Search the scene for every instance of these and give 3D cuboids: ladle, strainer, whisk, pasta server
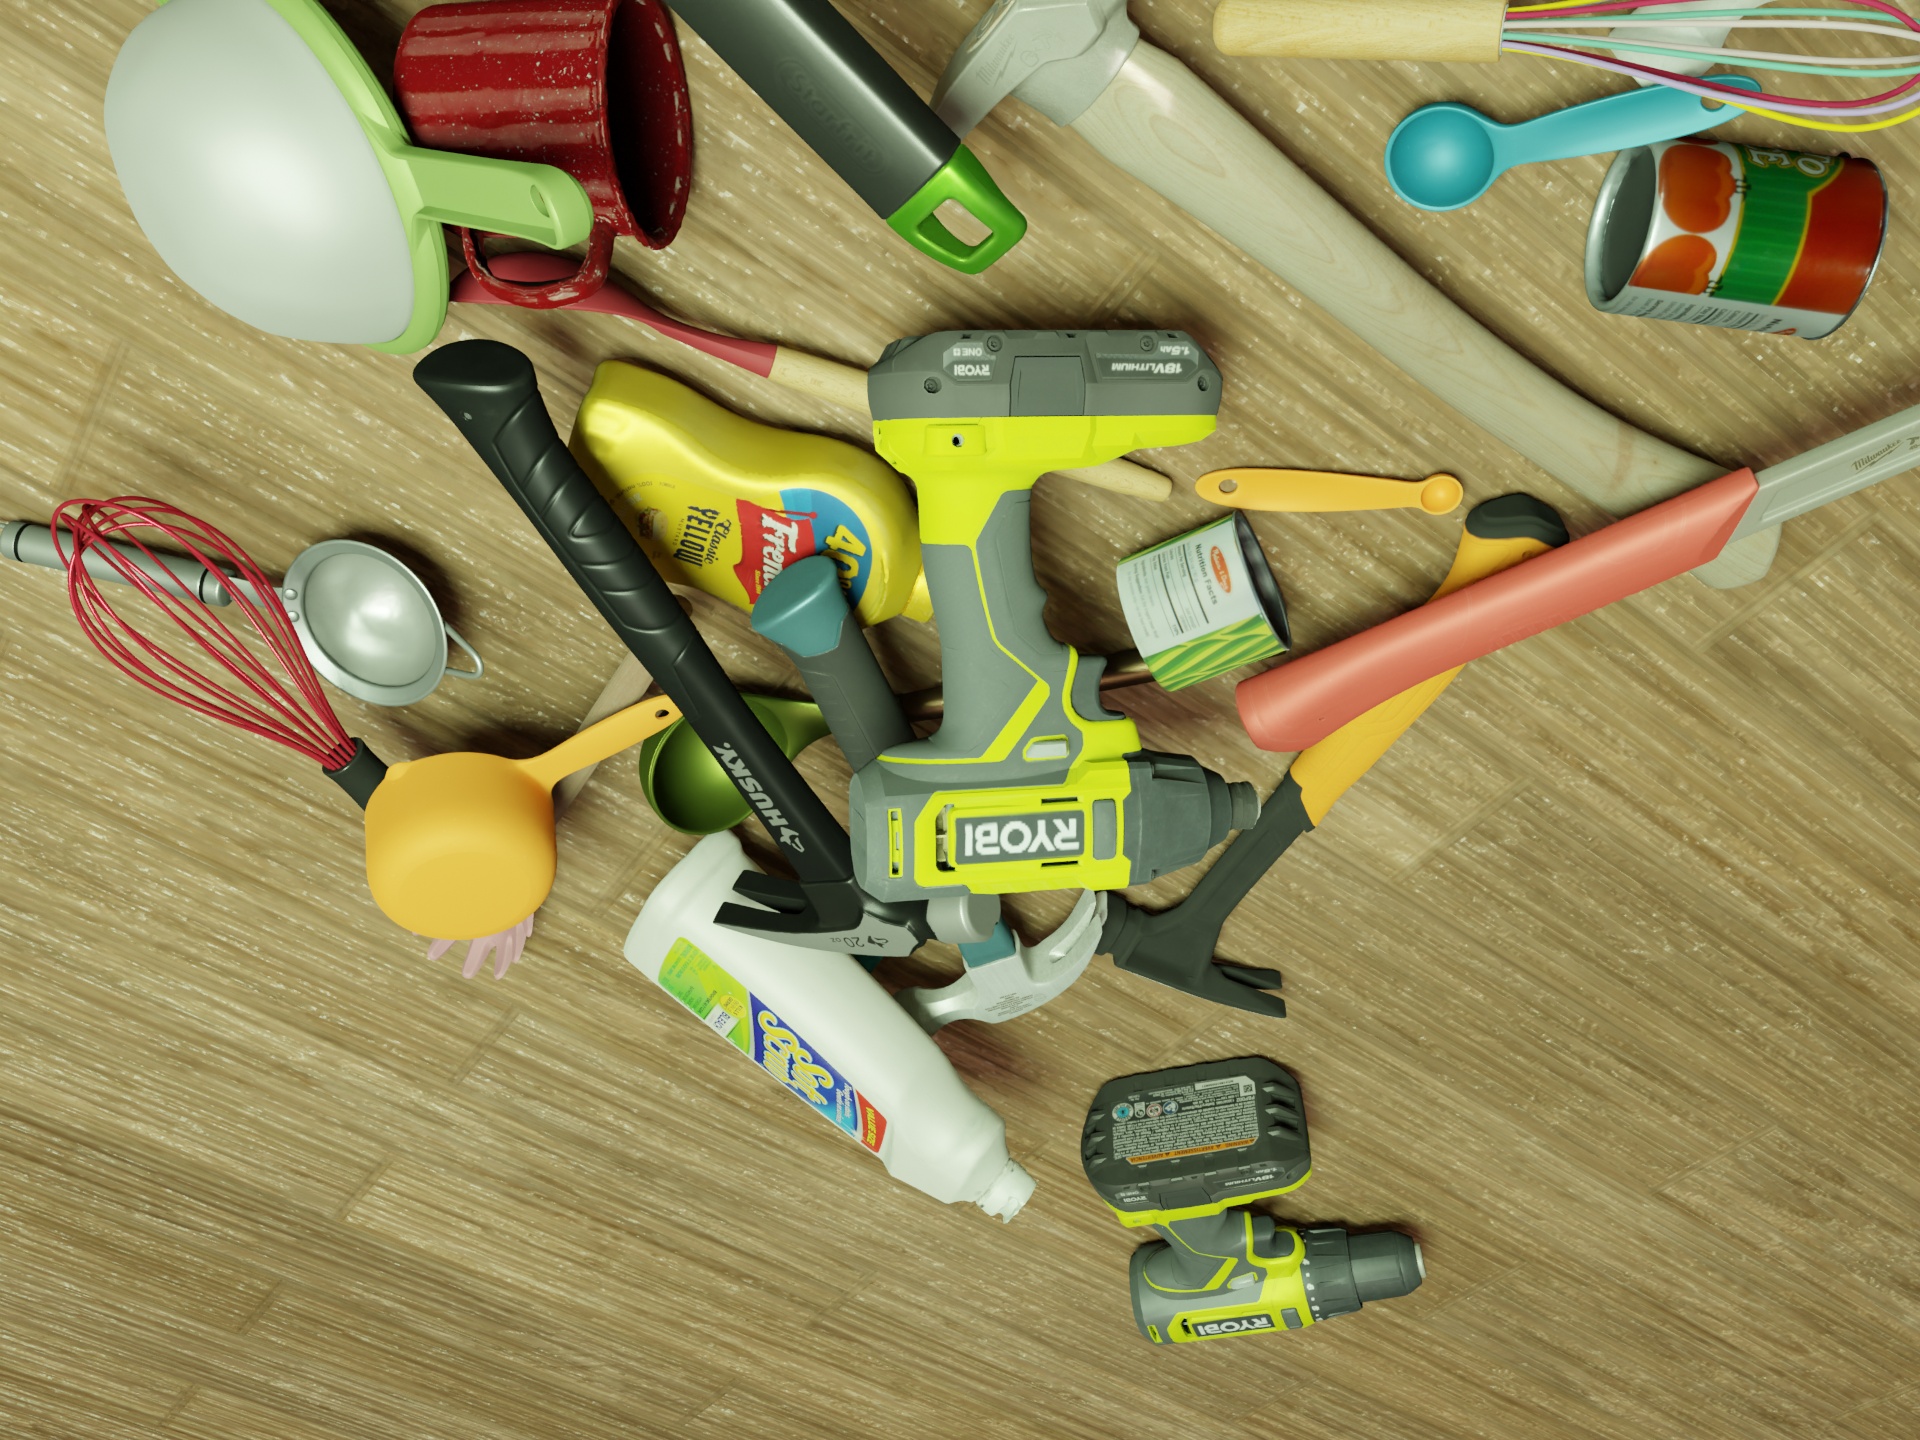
[{"bbox_3d":[-0.054,-0.142,0.669,0.315,0.069,0.031,15,102,-15],"label":"ladle"},{"bbox_3d":[-0.001,-0.002,0.772,0.320,0.062,0.078,-10,131,8],"label":"ladle"},{"bbox_3d":[-0.221,-0.176,0.541,0.257,0.069,0.151,23,139,40],"label":"strainer"},{"bbox_3d":[-0.302,0.004,0.743,0.073,0.073,0.295,-18,132,17],"label":"whisk"},{"bbox_3d":[0.206,-0.230,0.539,0.245,0.051,0.047,10,149,20],"label":"whisk"},{"bbox_3d":[-0.342,-0.064,0.753,0.258,0.050,0.086,13,122,1],"label":"strainer"},{"bbox_3d":[-0.206,0.040,0.807,0.060,0.040,0.316,32,133,-12],"label":"pasta server"}]

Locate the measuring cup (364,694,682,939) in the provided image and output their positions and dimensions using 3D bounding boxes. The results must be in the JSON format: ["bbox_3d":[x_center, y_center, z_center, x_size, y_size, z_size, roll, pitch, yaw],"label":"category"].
[{"bbox_3d":[-0.198,0.044,0.741,0.173,0.052,0.095,-28,136,11],"label":"measuring cup"}]

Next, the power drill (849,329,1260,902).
[{"bbox_3d":[0.040,-0.042,0.646,0.171,0.080,0.223,-3,100,-12],"label":"power drill"}]

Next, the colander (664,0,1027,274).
[{"bbox_3d":[-0.116,-0.301,0.482,0.396,0.095,0.204,41,139,-20],"label":"colander"}]

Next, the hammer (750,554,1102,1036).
[{"bbox_3d":[-0.021,0.049,0.774,0.128,0.033,0.330,-18,134,8],"label":"hammer"}]

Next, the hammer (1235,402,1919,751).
[{"bbox_3d":[0.272,-0.073,0.645,0.359,0.037,0.149,-25,137,27],"label":"hammer"}]

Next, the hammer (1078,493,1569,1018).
[{"bbox_3d":[0.191,0.027,0.796,0.127,0.034,0.336,22,127,-13],"label":"hammer"}]

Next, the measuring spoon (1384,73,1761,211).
[{"bbox_3d":[0.221,-0.219,0.582,0.128,0.021,0.042,-3,133,29],"label":"measuring spoon"}]

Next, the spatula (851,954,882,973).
[{"bbox_3d":[-0.026,0.091,0.872,0.082,0.044,0.317,31,120,-18],"label":"spatula"}]

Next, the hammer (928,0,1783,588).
[{"bbox_3d":[0.174,-0.154,0.636,0.410,0.038,0.146,28,145,-23],"label":"hammer"}]

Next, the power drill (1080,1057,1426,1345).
[{"bbox_3d":[0.184,0.314,1.006,0.190,0.080,0.228,-13,130,14],"label":"power drill"}]

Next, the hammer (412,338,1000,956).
[{"bbox_3d":[-0.117,-0.016,0.678,0.146,0.035,0.334,-7,130,35],"label":"hammer"}]

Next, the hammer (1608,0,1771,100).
[{"bbox_3d":[0.148,-0.372,0.470,0.405,0.035,0.144,34,124,-22],"label":"hammer"}]

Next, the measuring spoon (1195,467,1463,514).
[{"bbox_3d":[0.163,-0.104,0.708,0.117,0.011,0.021,3,129,6],"label":"measuring spoon"}]
